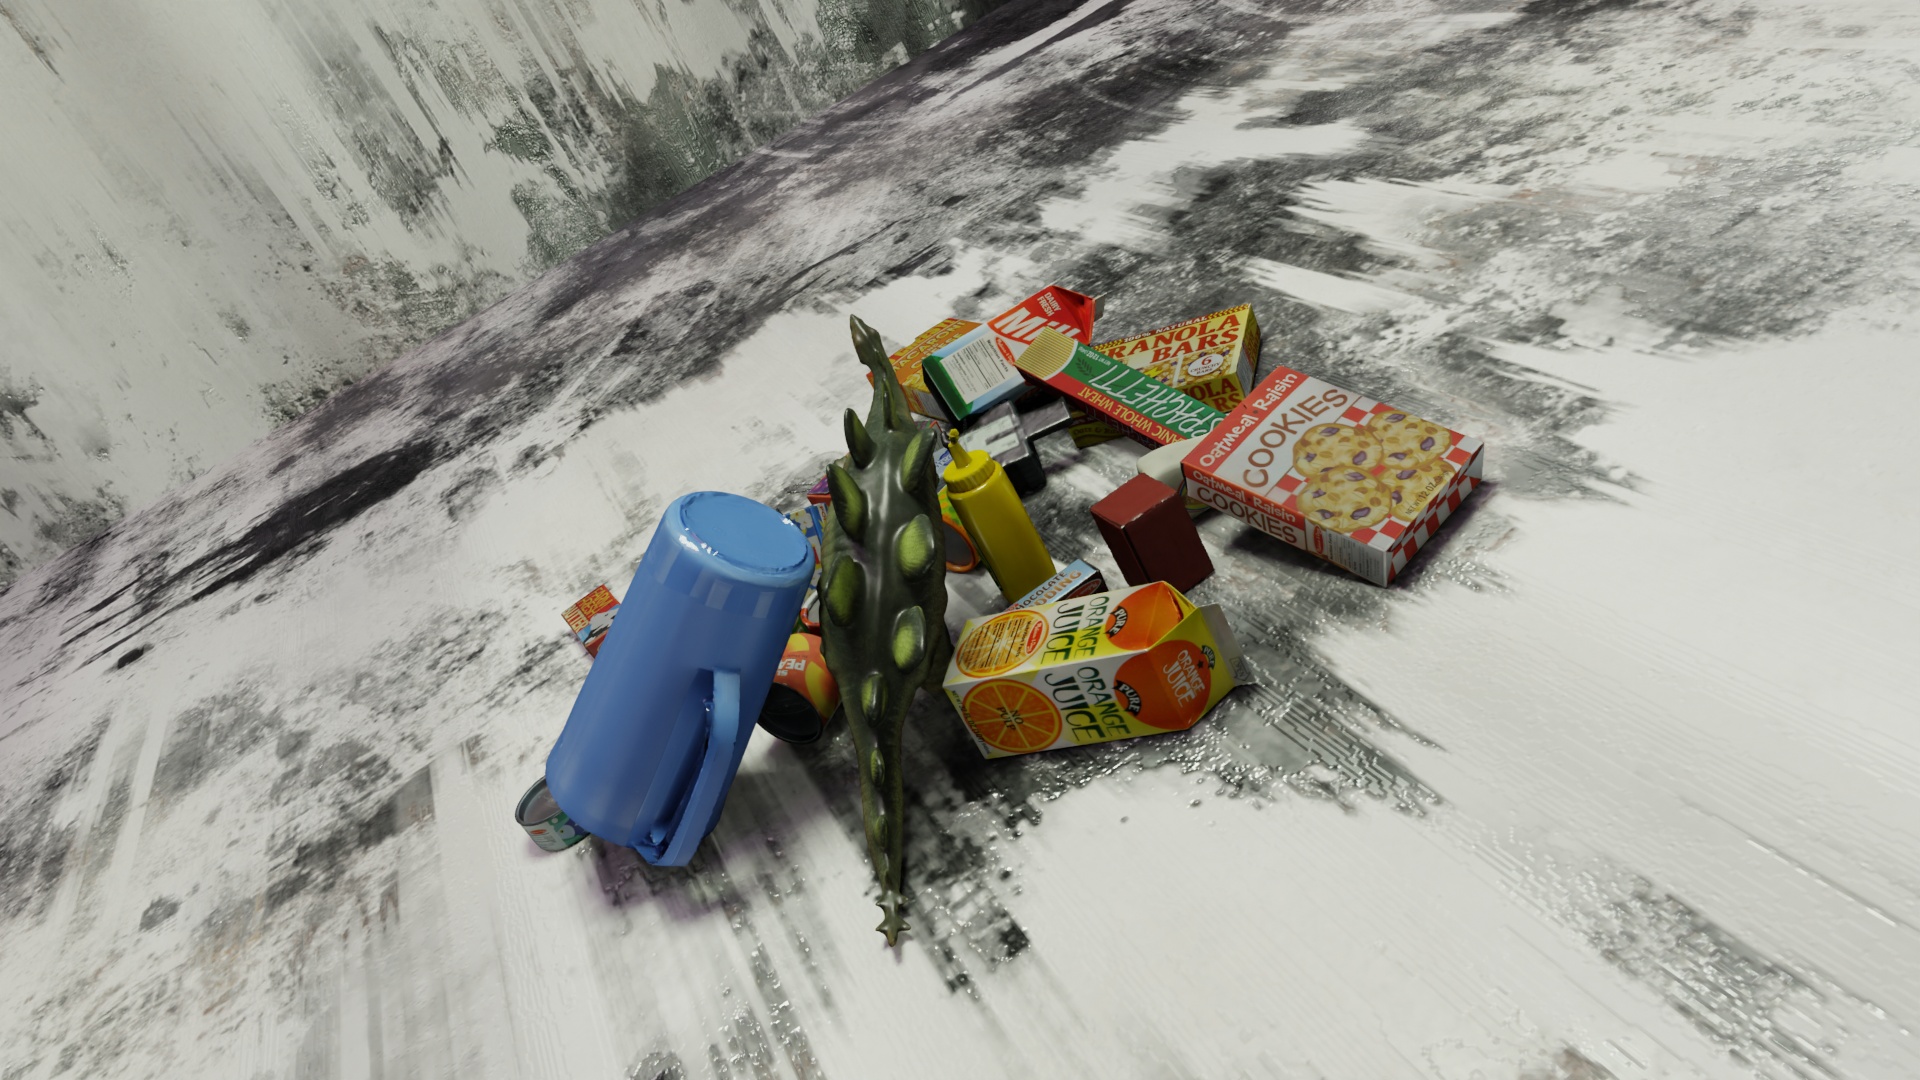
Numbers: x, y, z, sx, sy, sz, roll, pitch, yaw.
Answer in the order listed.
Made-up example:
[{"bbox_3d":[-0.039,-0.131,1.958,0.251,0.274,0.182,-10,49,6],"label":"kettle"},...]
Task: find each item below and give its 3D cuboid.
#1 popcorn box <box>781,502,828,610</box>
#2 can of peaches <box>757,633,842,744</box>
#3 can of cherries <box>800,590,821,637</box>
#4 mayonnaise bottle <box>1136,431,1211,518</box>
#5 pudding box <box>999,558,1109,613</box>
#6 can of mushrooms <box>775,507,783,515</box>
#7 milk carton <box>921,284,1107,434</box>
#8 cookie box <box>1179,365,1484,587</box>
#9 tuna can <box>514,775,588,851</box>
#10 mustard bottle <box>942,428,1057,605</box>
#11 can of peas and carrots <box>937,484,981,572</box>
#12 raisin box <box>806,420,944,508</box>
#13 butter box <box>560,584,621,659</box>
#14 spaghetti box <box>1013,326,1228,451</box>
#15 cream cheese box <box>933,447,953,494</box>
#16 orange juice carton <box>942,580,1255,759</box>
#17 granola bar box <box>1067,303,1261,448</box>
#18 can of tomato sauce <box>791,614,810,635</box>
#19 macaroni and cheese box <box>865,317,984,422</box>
[{"bbox_3d":[-0.166,0.025,1.228,0.126,0.085,0.038,-18,2,19],"label":"popcorn box"},{"bbox_3d":[-0.124,0.112,1.069,0.071,0.071,0.058,-8,33,33],"label":"can of peaches"},{"bbox_3d":[-0.086,0.068,1.121,0.071,0.058,0.072,-22,28,12],"label":"can of cherries"},{"bbox_3d":[0.213,-0.064,1.076,0.148,0.064,0.041,-23,42,1],"label":"mayonnaise bottle"},{"bbox_3d":[0.070,0.057,1.011,0.084,0.049,0.030,-34,30,-10],"label":"pudding box"},{"bbox_3d":[-0.166,0.007,1.287,0.033,0.070,0.071,-31,28,-3],"label":"can of mushrooms"},{"bbox_3d":[0.061,-0.185,1.367,0.191,0.073,0.072,-31,-10,-5],"label":"milk carton"},{"bbox_3d":[0.260,-0.051,0.981,0.168,0.040,0.123,29,60,36],"label":"cookie box"},{"bbox_3d":[-0.317,0.212,1.113,0.071,0.032,0.071,-21,29,12],"label":"tuna can"},{"bbox_3d":[0.024,-0.019,1.062,0.049,0.159,0.065,-30,27,0],"label":"mustard bottle"},{"bbox_3d":[0.004,-0.015,1.172,0.071,0.070,0.059,5,43,46],"label":"can of peas and carrots"},{"bbox_3d":[-0.079,-0.067,1.358,0.086,0.040,0.124,4,42,43],"label":"raisin box"},{"bbox_3d":[-0.356,0.080,1.372,0.053,0.024,0.103,-37,29,-15],"label":"butter box"},{"bbox_3d":[0.142,-0.121,1.196,0.050,0.028,0.250,-49,45,-5],"label":"spaghetti box"},{"bbox_3d":[0.012,-0.079,1.313,0.104,0.024,0.053,-28,28,0],"label":"cream cheese box"},{"bbox_3d":[0.093,0.084,0.925,0.192,0.071,0.073,-13,32,26],"label":"orange juice carton"},{"bbox_3d":[0.185,-0.149,1.263,0.165,0.039,0.125,-12,33,27],"label":"granola bar box"},{"bbox_3d":[-0.155,0.082,1.132,0.071,0.082,0.071,-22,28,13],"label":"can of tomato sauce"},{"bbox_3d":[-0.010,-0.187,1.494,0.124,0.040,0.166,-37,30,-19],"label":"macaroni and cheese box"}]
